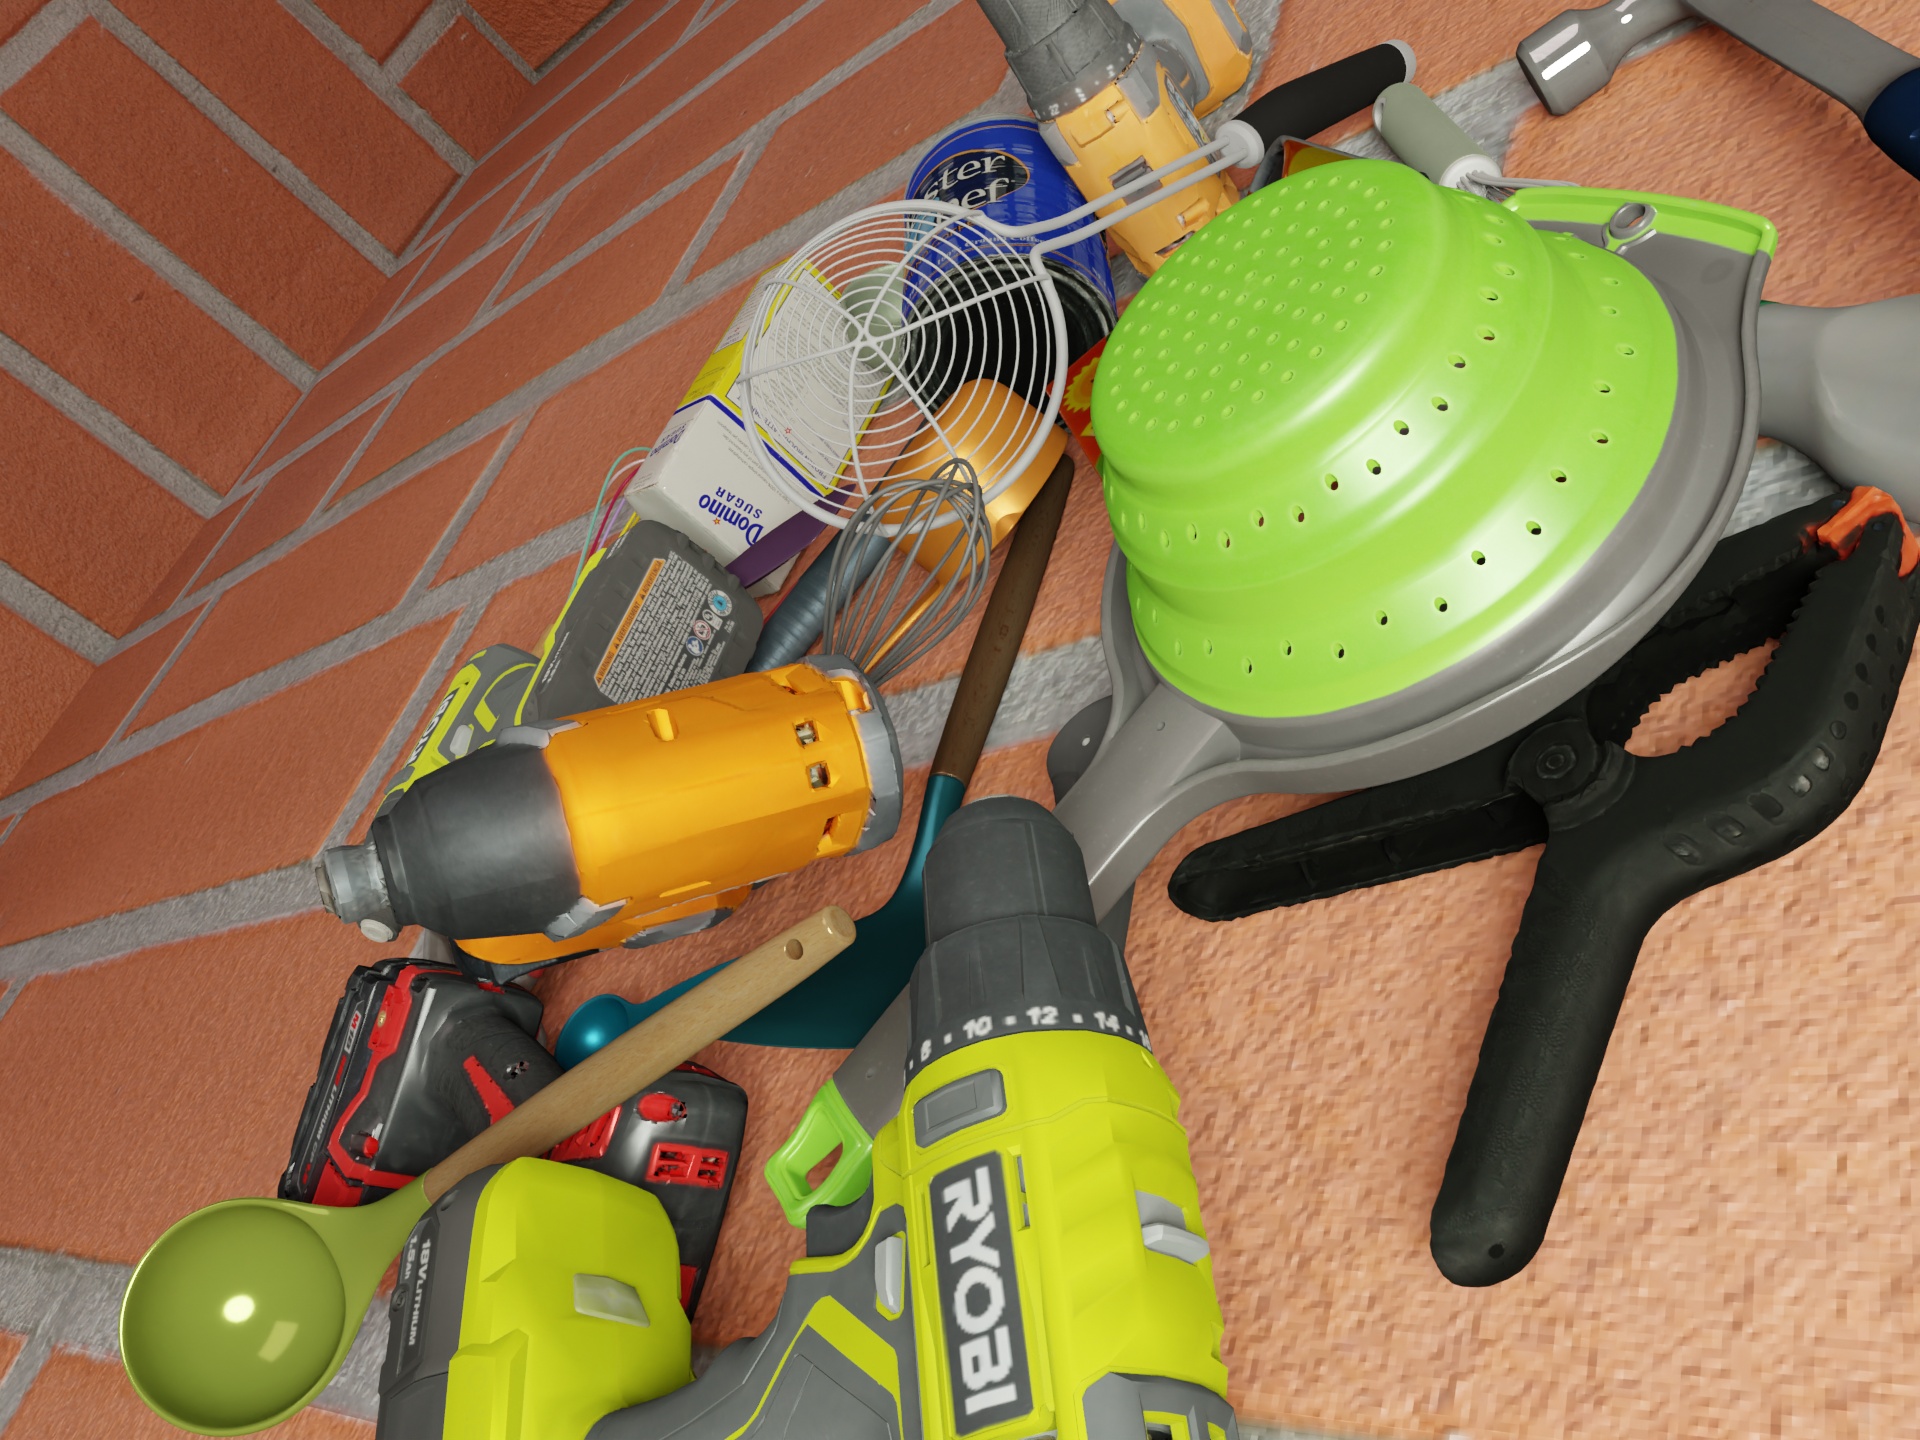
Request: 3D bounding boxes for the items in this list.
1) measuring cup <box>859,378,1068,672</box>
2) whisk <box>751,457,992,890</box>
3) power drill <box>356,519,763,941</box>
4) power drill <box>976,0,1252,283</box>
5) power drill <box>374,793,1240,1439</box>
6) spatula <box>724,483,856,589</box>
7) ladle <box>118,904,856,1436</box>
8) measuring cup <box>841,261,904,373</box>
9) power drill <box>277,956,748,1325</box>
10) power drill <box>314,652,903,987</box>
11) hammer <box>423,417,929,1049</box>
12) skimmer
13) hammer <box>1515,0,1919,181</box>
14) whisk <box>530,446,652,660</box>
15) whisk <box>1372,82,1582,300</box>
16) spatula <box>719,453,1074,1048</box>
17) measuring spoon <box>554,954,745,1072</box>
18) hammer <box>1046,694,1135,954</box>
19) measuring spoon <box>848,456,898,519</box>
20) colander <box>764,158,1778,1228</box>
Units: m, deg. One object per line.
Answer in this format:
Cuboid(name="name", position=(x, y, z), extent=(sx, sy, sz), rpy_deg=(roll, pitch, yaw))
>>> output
Cuboid(name="measuring cup", position=(-0.027, -0.078, 0.715), extent=(0.173, 0.052, 0.095), rpy_deg=(-48, 12, 13))
Cuboid(name="whisk", position=(-0.047, -0.006, 0.609), extent=(0.055, 0.055, 0.238), rpy_deg=(-86, 20, -46))
Cuboid(name="power drill", position=(-0.203, 0.011, 0.759), extent=(0.223, 0.080, 0.171), rpy_deg=(-27, 34, 41))
Cuboid(name="power drill", position=(0.073, -0.331, 0.768), extent=(0.084, 0.185, 0.226), rpy_deg=(-25, 35, 29))
Cuboid(name="power drill", position=(-0.043, 0.137, 0.394), extent=(0.228, 0.080, 0.191), rpy_deg=(-30, 47, 27))
Cuboid(name="spatula", position=(-0.144, -0.062, 0.847), extent=(0.316, 0.018, 0.060), rpy_deg=(-22, 29, 51))
Cuboid(name="ladle", position=(-0.156, 0.141, 0.500), extent=(0.320, 0.062, 0.078), rpy_deg=(-35, 78, 25))
Cuboid(name="measuring cup", position=(-0.004, -0.196, 0.853), extent=(0.083, 0.038, 0.168), rpy_deg=(-25, 47, -18))
Cuboid(name="power drill", position=(-0.168, 0.174, 0.588), extent=(0.220, 0.078, 0.143), rpy_deg=(9, 81, 49))
Cuboid(name="power drill", position=(-0.128, 0.040, 0.536), extent=(0.164, 0.084, 0.226), rpy_deg=(-14, -4, -22))
Cuboid(name="hammer", position=(-0.123, -0.006, 0.784), extent=(0.386, 0.038, 0.143), rpy_deg=(-51, 29, -6))
Cuboid(name="skimmer", position=(0.068, -0.199, 0.663), extent=(0.363, 0.127, 0.090), rpy_deg=(-36, -16, -32))
Cuboid(name="hammer", position=(0.268, -0.181, 0.447), extent=(0.144, 0.035, 0.406), rpy_deg=(-32, 26, 23))
Cuboid(name="whisk", position=(-0.240, -0.075, 1.003), extent=(0.047, 0.051, 0.245), rpy_deg=(5, 62, 47))
Cuboid(name="whisk", position=(0.198, -0.201, 0.606), extent=(0.059, 0.057, 0.247), rpy_deg=(-6, 36, 1))
Cuboid(name="spatula", position=(-0.001, -0.002, 0.622), extent=(0.082, 0.044, 0.318), rpy_deg=(-4, 48, 30))
Cuboid(name="measuring spoon", position=(-0.111, 0.121, 0.652), extent=(0.128, 0.021, 0.042), rpy_deg=(-24, 47, 19))
Cuboid(name="hammer", position=(0.026, 0.125, 0.455), extent=(0.146, 0.035, 0.335), rpy_deg=(-21, 40, 38))
Cuboid(name="measuring spoon", position=(-0.033, -0.125, 0.836), extent=(0.117, 0.011, 0.021), rpy_deg=(-52, 28, 0))
Cuboid(name="colander", position=(0.053, -0.026, 0.454), extent=(0.397, 0.094, 0.205), rpy_deg=(-50, 34, 0))
